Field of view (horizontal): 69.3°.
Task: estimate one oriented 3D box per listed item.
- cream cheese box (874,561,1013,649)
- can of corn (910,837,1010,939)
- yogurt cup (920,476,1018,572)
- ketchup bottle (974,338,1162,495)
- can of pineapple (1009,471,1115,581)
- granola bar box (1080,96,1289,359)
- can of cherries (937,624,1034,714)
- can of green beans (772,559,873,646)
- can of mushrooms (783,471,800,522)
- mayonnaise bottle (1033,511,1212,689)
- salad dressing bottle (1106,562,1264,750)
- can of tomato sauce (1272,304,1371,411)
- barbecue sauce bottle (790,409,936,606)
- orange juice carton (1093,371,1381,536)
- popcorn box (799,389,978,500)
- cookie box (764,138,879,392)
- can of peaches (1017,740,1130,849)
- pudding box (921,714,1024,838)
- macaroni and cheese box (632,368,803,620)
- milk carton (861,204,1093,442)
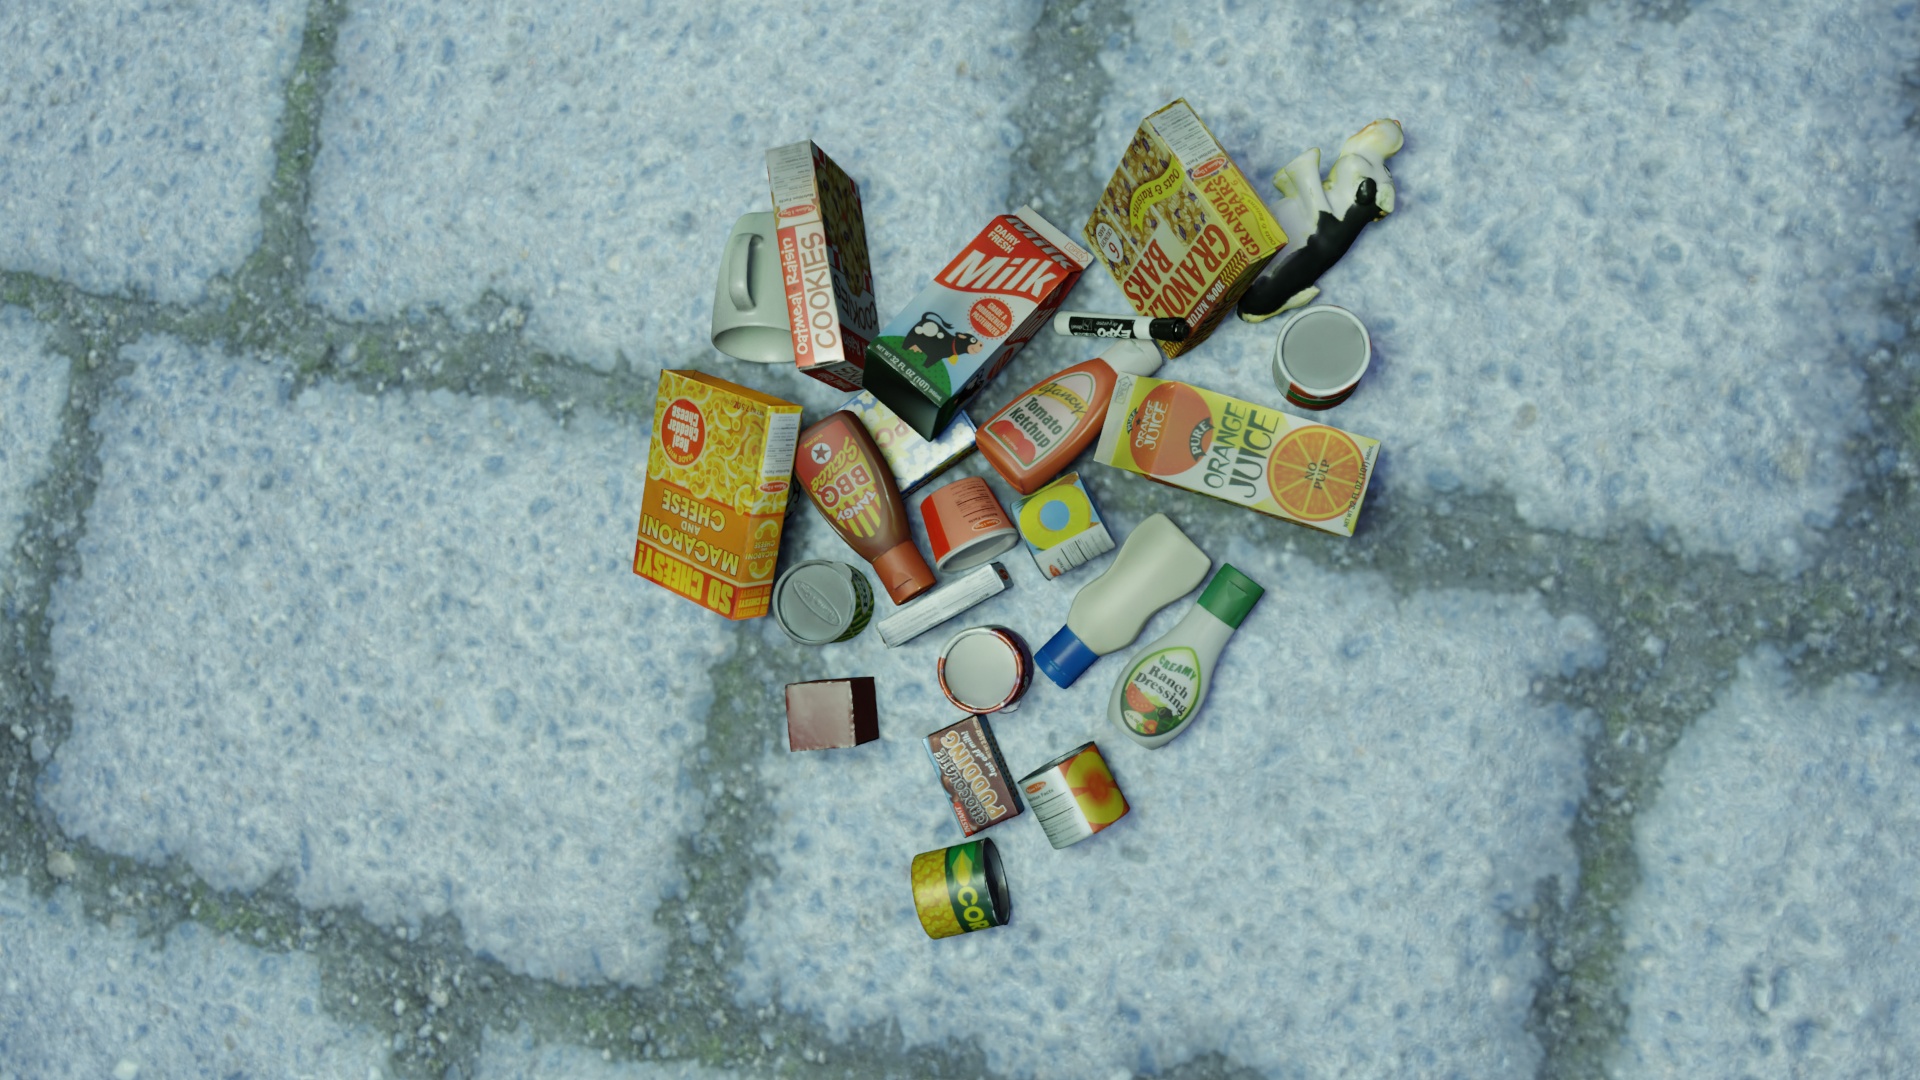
[{"bbox_3d":[-0.012,0.049,1.068,0.104,0.053,0.024,-28,85,9],"label":"cream cheese box"},{"bbox_3d":[0.000,0.265,1.047,0.058,0.071,0.071,-16,85,11],"label":"can of corn"},{"bbox_3d":[0.004,-0.013,1.064,0.072,0.072,0.054,-26,75,9],"label":"yogurt cup"},{"bbox_3d":[0.085,-0.101,1.048,0.149,0.043,0.065,-39,65,-8],"label":"ketchup bottle"},{"bbox_3d":[0.077,-0.013,1.048,0.058,0.071,0.071,-27,83,8],"label":"can of pineapple"},{"bbox_3d":[0.156,-0.218,0.994,0.039,0.165,0.124,-32,82,-17],"label":"granola bar box"},{"bbox_3d":[0.021,0.100,1.057,0.071,0.058,0.071,-1,87,11],"label":"can of cherries"},{"bbox_3d":[-0.106,0.048,1.084,0.071,0.058,0.071,0,88,11],"label":"can of green beans"},{"bbox_3d":[-0.163,-0.044,1.112,0.071,0.033,0.071,0,87,12],"label":"can of mushrooms"},{"bbox_3d":[0.119,0.049,1.051,0.148,0.041,0.065,-45,80,7],"label":"mayonnaise bottle"},{"bbox_3d":[0.169,0.086,1.037,0.064,0.044,0.147,36,94,9],"label":"salad dressing bottle"},{"bbox_3d":[0.263,-0.132,1.009,0.071,0.083,0.071,0,88,11],"label":"can of tomato sauce"},{"bbox_3d":[-0.071,-0.022,1.047,0.065,0.044,0.148,-33,82,14],"label":"barbecue sauce bottle"},{"bbox_3d":[0.199,-0.064,1.015,0.193,0.073,0.071,17,91,5],"label":"orange juice carton"},{"bbox_3d":[-0.055,-0.078,1.090,0.126,0.038,0.085,-34,81,8],"label":"popcorn box"},{"bbox_3d":[-0.101,-0.204,1.062,0.040,0.123,0.167,-9,86,11],"label":"cookie box"},{"bbox_3d":[0.087,0.190,1.038,0.071,0.071,0.058,-30,83,8],"label":"can of peaches"},{"bbox_3d":[0.010,0.180,1.070,0.049,0.030,0.084,-24,83,10],"label":"pudding box"},{"bbox_3d":[-0.188,-0.037,1.068,0.124,0.040,0.166,21,106,35],"label":"macaroni and cheese box"},{"bbox_3d":[0.016,-0.172,1.045,0.072,0.073,0.191,40,72,6],"label":"milk carton"}]
